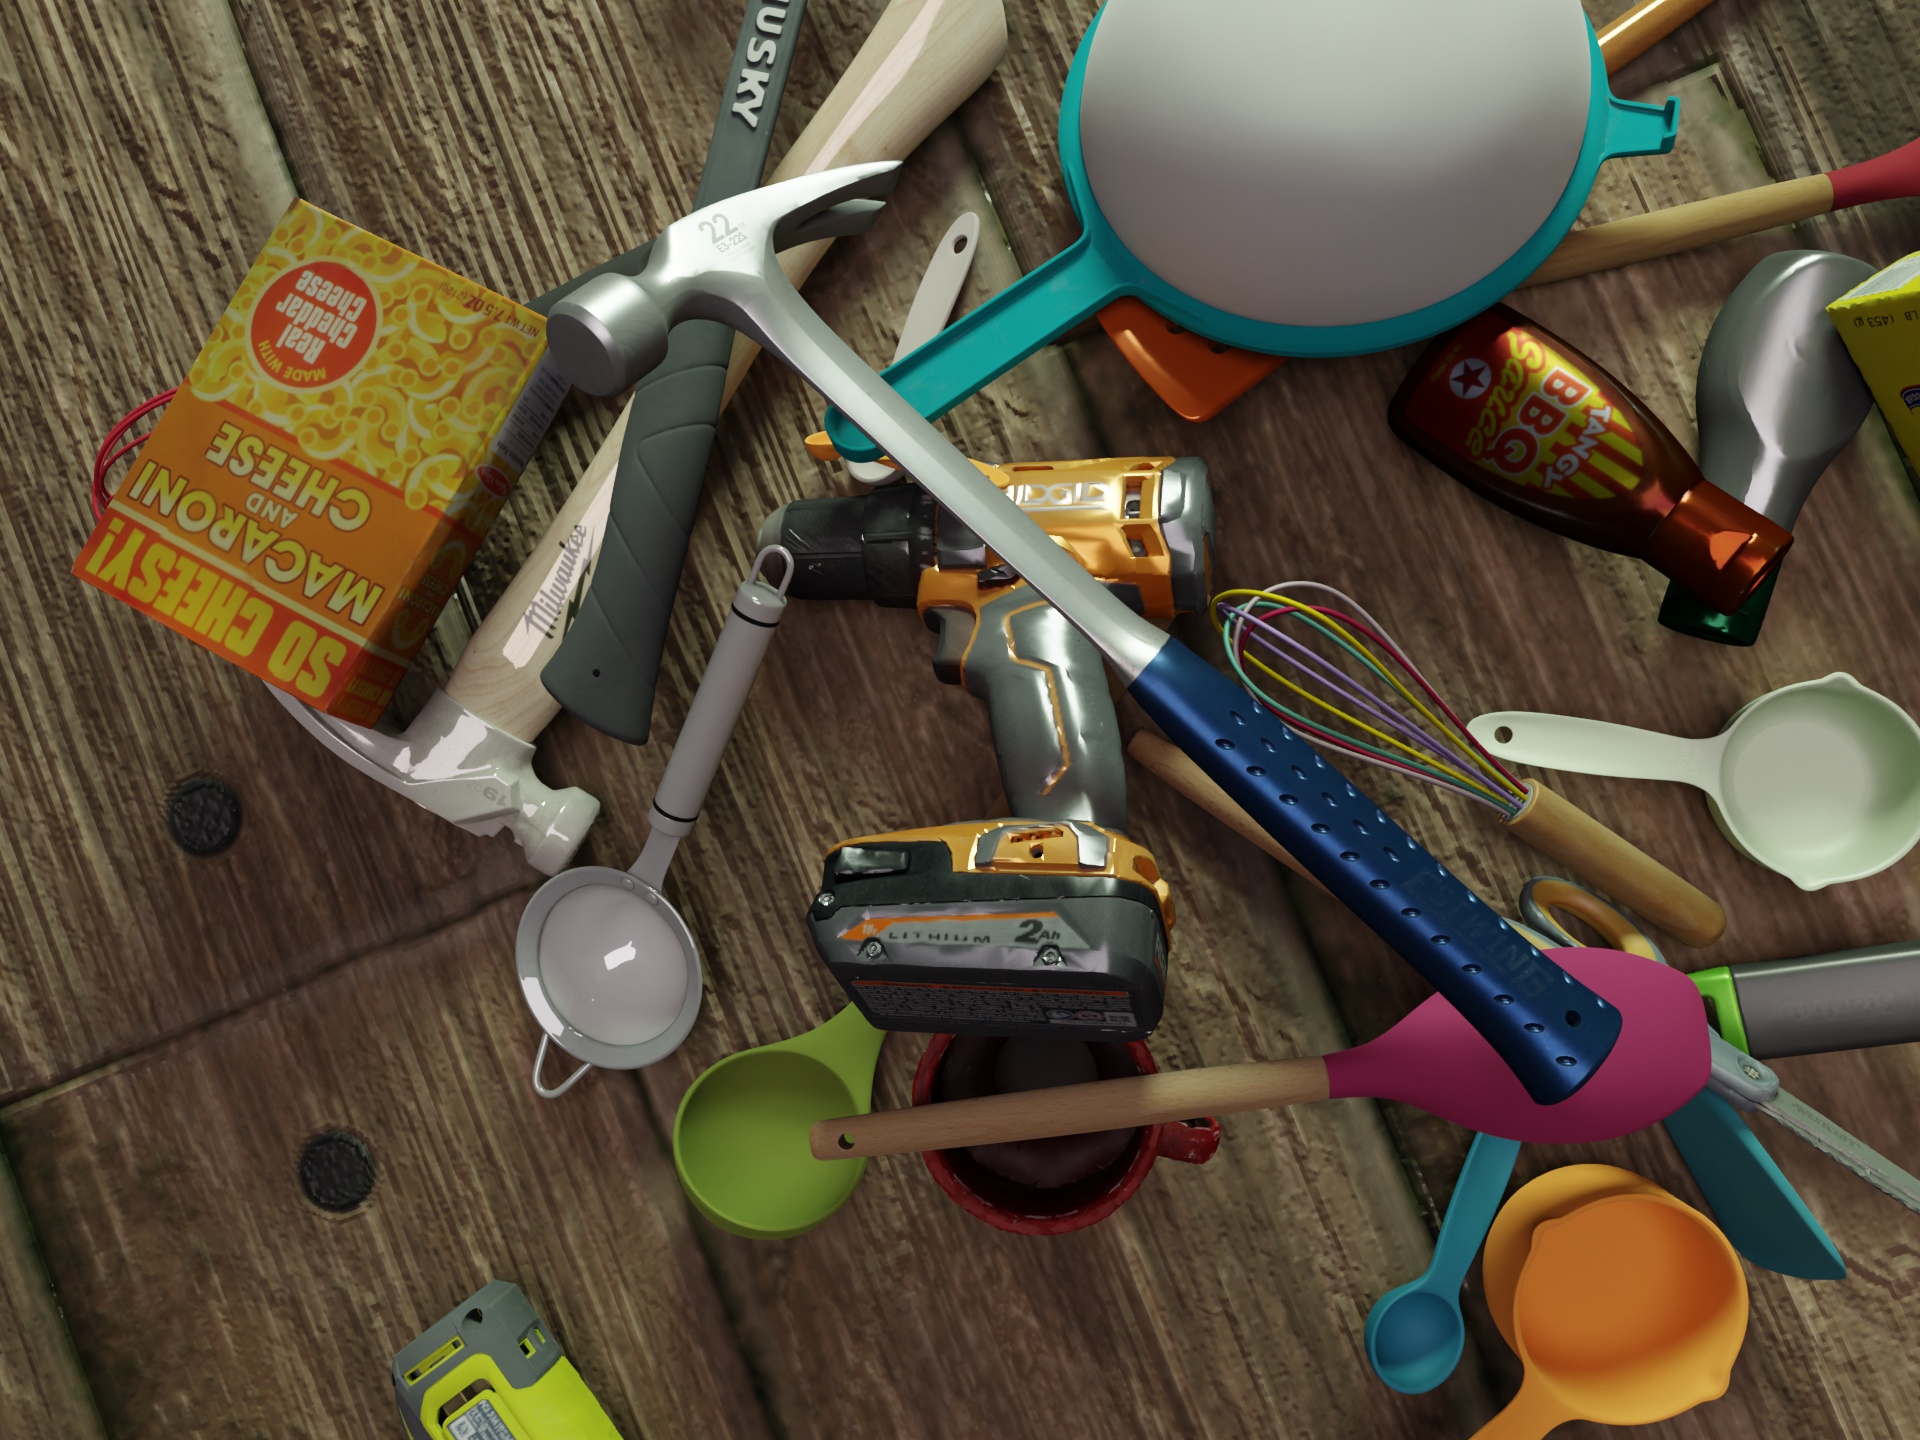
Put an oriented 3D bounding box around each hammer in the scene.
[{"bbox_3d":[-0.118,-0.143,0.650,0.146,0.038,0.410,33,91,-13],"label":"hammer"},{"bbox_3d":[-0.086,-0.192,0.609,0.149,0.036,0.409,12,85,5],"label":"hammer"},{"bbox_3d":[0.058,-0.031,0.531,0.405,0.035,0.144,43,57,2],"label":"hammer"}]

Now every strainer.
[{"bbox_3d":[-0.114,0.044,0.630,0.087,0.050,0.258,31,114,11],"label":"strainer"},{"bbox_3d":[0.085,-0.213,0.586,0.340,0.095,0.211,-35,72,-3],"label":"strainer"}]

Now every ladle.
[{"bbox_3d":[-0.004,0.070,0.642,0.078,0.062,0.320,36,90,12],"label":"ladle"},{"bbox_3d":[0.313,-0.202,0.627,0.315,0.031,0.069,-12,87,8],"label":"ladle"}]

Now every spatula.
[{"bbox_3d":[0.200,-0.230,0.631,0.322,0.041,0.081,-35,72,3],"label":"spatula"},{"bbox_3d":[0.194,0.102,0.621,0.317,0.082,0.044,34,79,11],"label":"spatula"}]

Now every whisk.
[{"bbox_3d":[-0.229,-0.144,0.671,0.296,0.073,0.073,-23,87,-1],"label":"whisk"},{"bbox_3d":[0.195,0.020,0.598,0.245,0.051,0.047,32,129,-11],"label":"whisk"}]

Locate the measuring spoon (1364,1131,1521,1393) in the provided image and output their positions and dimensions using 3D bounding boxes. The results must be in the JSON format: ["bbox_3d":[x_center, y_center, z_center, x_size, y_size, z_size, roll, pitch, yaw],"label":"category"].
[{"bbox_3d":[0.195,0.204,0.638,0.042,0.021,0.128,27,83,-15],"label":"measuring spoon"}]

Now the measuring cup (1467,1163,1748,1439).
[{"bbox_3d":[0.218,0.246,0.611,0.095,0.052,0.173,41,94,-3],"label":"measuring cup"}]

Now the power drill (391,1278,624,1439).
[{"bbox_3d":[-0.229,0.365,0.650,0.223,0.080,0.171,-37,85,1],"label":"power drill"}]

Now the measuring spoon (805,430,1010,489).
[{"bbox_3d":[-0.022,-0.100,0.627,0.117,0.021,0.011,23,130,44],"label":"measuring spoon"}]

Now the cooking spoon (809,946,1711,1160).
[{"bbox_3d":[0.104,0.130,0.563,0.319,0.017,0.069,-8,87,4],"label":"cooking spoon"}]

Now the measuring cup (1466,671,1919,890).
[{"bbox_3d":[0.284,0.017,0.623,0.167,0.038,0.083,9,89,15],"label":"measuring cup"}]

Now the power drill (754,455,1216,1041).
[{"bbox_3d":[-0.001,-0.002,0.597,0.185,0.084,0.226,0,60,14],"label":"power drill"}]

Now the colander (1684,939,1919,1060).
[{"bbox_3d":[0.461,0.078,0.583,0.397,0.094,0.204,-13,87,24],"label":"colander"}]

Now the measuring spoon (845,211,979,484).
[{"bbox_3d":[-0.014,-0.154,0.668,0.034,0.018,0.124,17,84,37],"label":"measuring spoon"}]
